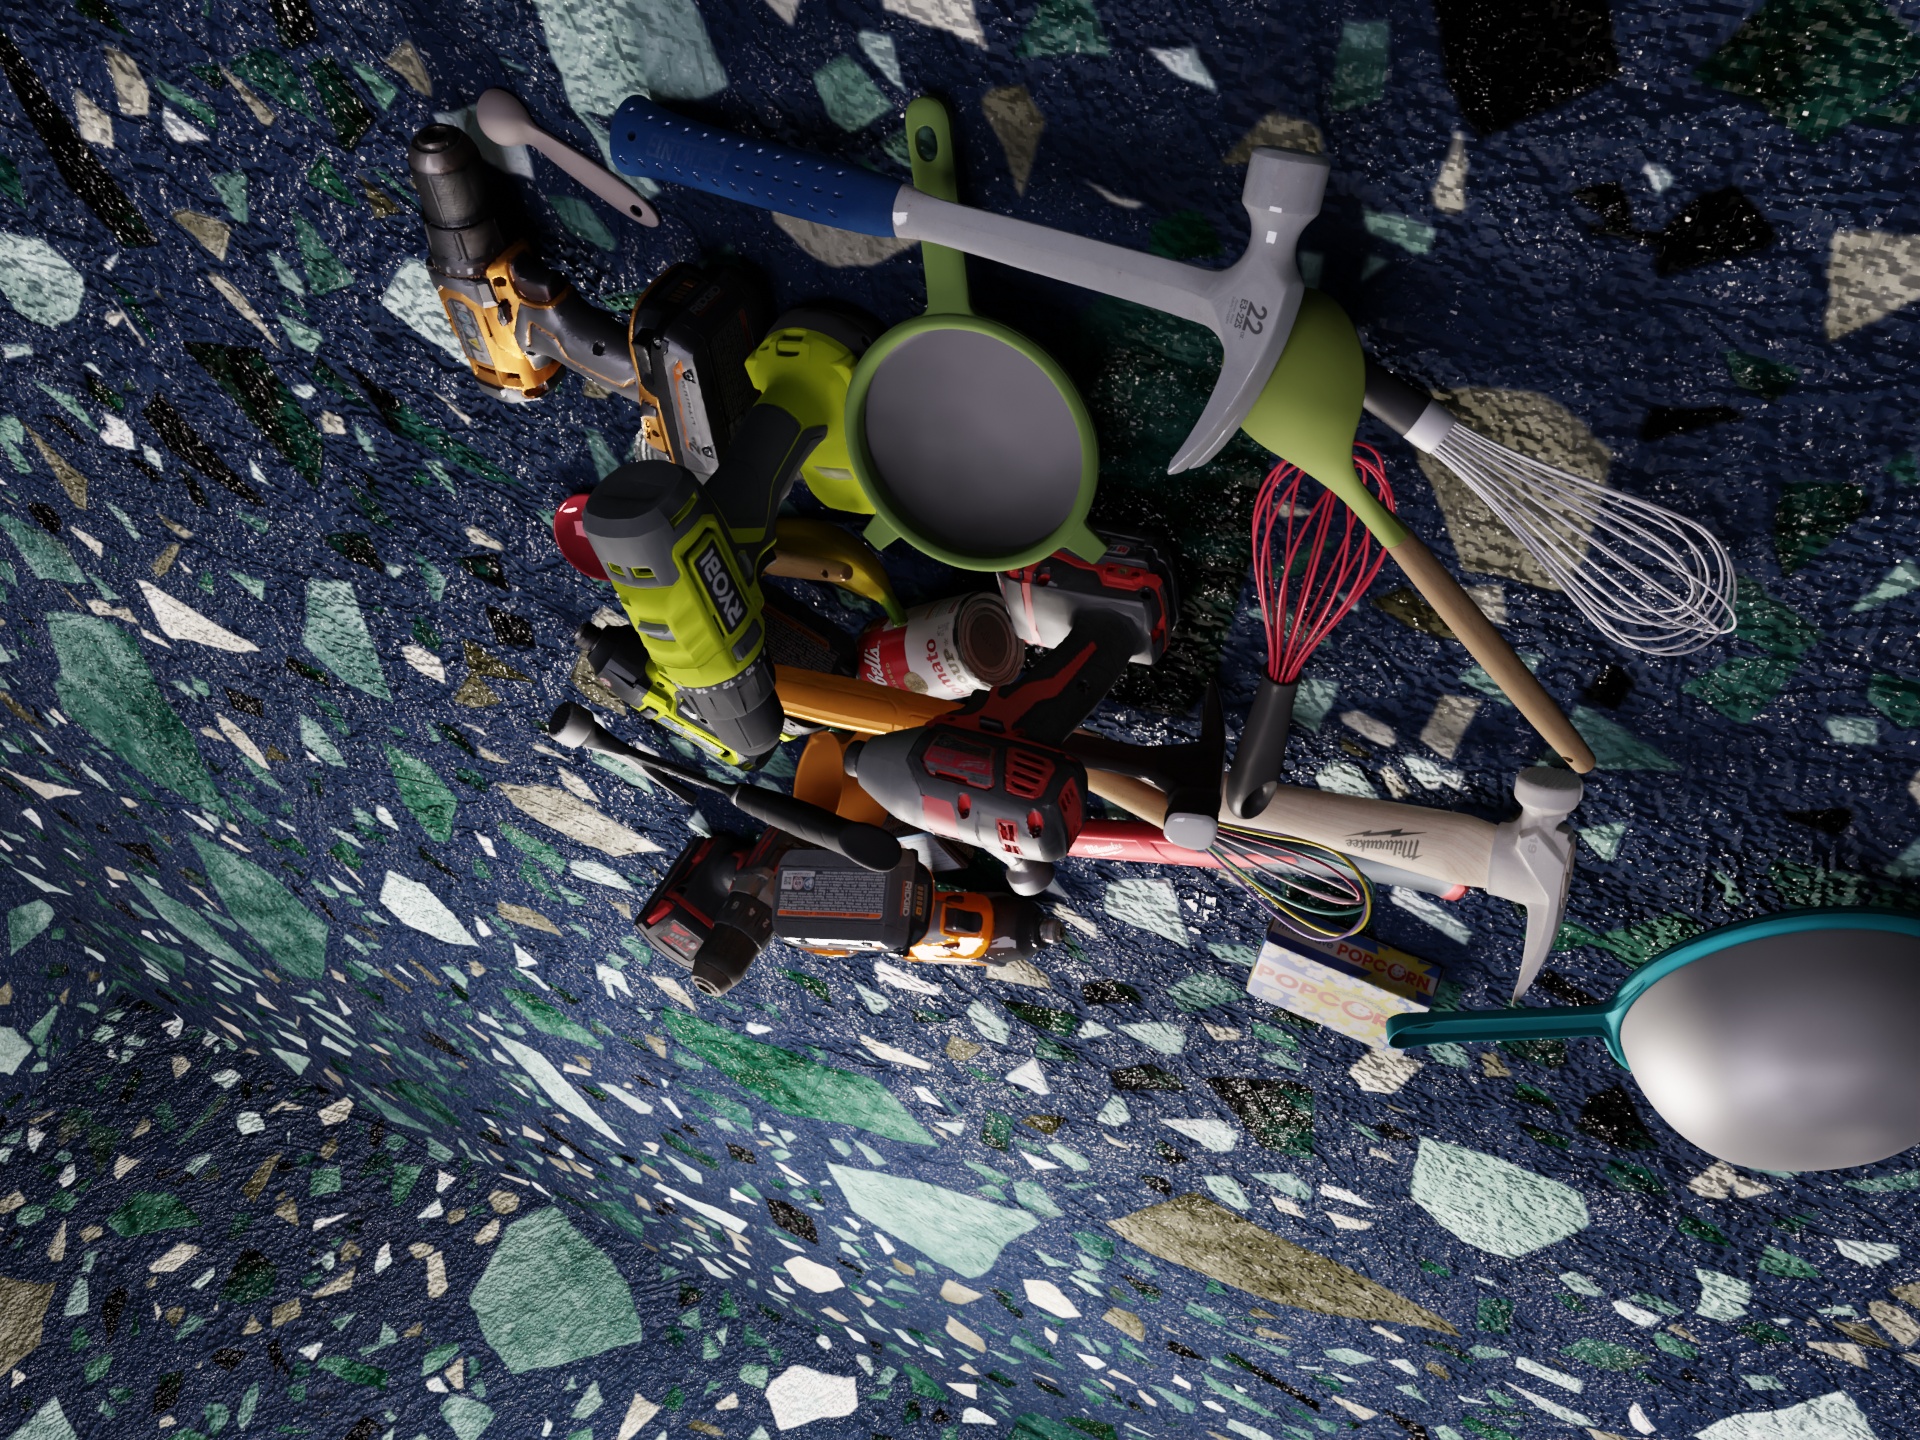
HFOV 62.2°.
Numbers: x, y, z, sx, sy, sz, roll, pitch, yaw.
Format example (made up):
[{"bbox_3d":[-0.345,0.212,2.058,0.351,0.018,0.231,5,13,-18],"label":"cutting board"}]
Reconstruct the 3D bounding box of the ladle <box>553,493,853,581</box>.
[{"bbox_3d":[-0.184,-0.119,1.106,0.316,0.031,0.069,13,124,43],"label":"ladle"}]

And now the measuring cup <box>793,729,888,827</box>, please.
[{"bbox_3d":[-0.068,0.033,1.220,0.052,0.095,0.173,10,144,-32],"label":"measuring cup"}]

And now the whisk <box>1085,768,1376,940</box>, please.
[{"bbox_3d":[0.157,0.067,0.993,0.245,0.051,0.047,28,149,44],"label":"whisk"}]

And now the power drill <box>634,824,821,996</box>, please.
[{"bbox_3d":[-0.206,0.166,1.402,0.080,0.188,0.226,41,149,-16],"label":"power drill"}]

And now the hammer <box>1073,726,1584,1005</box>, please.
[{"bbox_3d":[0.187,0.063,1.048,0.411,0.038,0.146,13,113,30],"label":"hammer"}]

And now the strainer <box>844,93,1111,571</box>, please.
[{"bbox_3d":[0.008,-0.210,0.866,0.151,0.069,0.256,6,122,24],"label":"strainer"}]

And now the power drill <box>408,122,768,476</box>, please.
[{"bbox_3d":[-0.229,-0.255,0.965,0.226,0.084,0.185,23,147,20],"label":"power drill"}]

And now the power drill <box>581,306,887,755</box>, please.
[{"bbox_3d":[-0.108,-0.110,0.920,0.080,0.229,0.190,10,141,29],"label":"power drill"}]

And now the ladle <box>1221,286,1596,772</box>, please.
[{"bbox_3d":[0.237,-0.083,0.788,0.320,0.062,0.078,42,163,-25],"label":"ladle"}]

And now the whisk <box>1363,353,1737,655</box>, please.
[{"bbox_3d":[0.256,-0.125,0.778,0.284,0.070,0.070,35,147,3],"label":"whisk"}]

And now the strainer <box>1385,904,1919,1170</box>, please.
[{"bbox_3d":[0.427,0.206,0.924,0.340,0.095,0.210,-4,139,7],"label":"strainer"}]

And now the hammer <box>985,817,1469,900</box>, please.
[{"bbox_3d":[0.169,0.078,1.123,0.386,0.038,0.143,1,135,38],"label":"hammer"}]

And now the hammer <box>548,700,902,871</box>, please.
[{"bbox_3d":[-0.177,0.059,1.248,0.149,0.036,0.409,33,169,-38],"label":"hammer"}]

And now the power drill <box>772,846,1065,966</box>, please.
[{"bbox_3d":[-0.027,0.156,1.273,0.164,0.084,0.226,-2,165,30],"label":"power drill"}]

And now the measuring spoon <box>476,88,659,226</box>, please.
[{"bbox_3d":[-0.232,-0.324,0.931,0.124,0.018,0.034,34,146,-5],"label":"measuring spoon"}]

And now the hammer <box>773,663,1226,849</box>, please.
[{"bbox_3d":[-0.002,-0.003,0.995,0.337,0.127,0.034,11,134,3],"label":"hammer"}]

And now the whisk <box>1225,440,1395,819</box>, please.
[{"bbox_3d":[0.186,-0.041,0.908,0.073,0.073,0.295,21,140,15],"label":"whisk"}]

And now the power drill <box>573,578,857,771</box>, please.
[{"bbox_3d":[-0.180,-0.036,1.134,0.171,0.080,0.223,32,159,-18],"label":"power drill"}]

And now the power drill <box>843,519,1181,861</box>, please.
[{"bbox_3d":[0.033,-0.021,0.933,0.143,0.220,0.078,13,142,25],"label":"power drill"}]

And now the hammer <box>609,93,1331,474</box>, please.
[{"bbox_3d":[-0.021,-0.242,0.780,0.406,0.035,0.144,25,118,29],"label":"hammer"}]
